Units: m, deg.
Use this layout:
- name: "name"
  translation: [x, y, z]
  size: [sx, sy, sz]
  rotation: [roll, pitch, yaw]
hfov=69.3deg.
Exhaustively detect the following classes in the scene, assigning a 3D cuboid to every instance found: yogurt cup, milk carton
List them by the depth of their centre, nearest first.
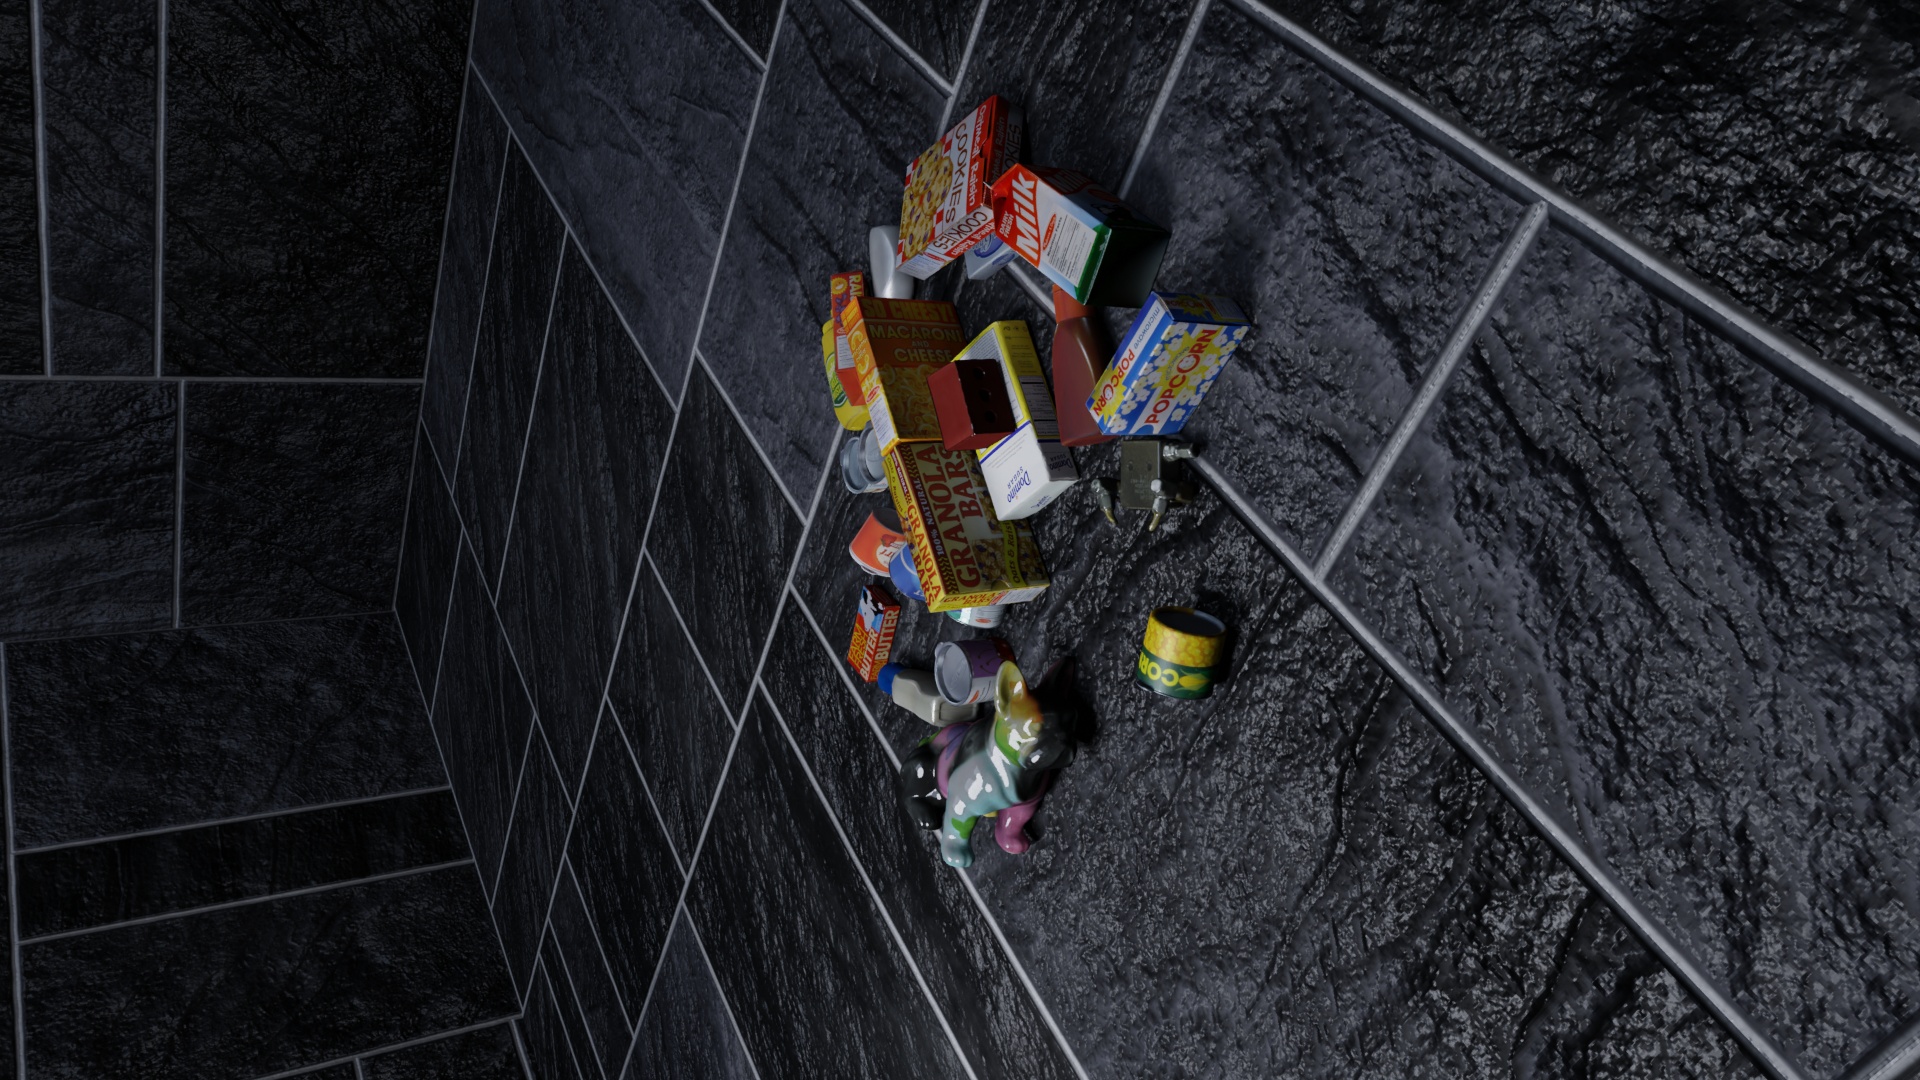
- name: "milk carton"
  translation: [0.096, -0.284, 1.251]
  size: [0.191, 0.072, 0.073]
  rotation: [47, 130, 41]
- name: "yogurt cup"
  translation: [-0.083, -0.001, 1.547]
  size: [0.072, 0.072, 0.053]
  rotation: [51, 125, 40]

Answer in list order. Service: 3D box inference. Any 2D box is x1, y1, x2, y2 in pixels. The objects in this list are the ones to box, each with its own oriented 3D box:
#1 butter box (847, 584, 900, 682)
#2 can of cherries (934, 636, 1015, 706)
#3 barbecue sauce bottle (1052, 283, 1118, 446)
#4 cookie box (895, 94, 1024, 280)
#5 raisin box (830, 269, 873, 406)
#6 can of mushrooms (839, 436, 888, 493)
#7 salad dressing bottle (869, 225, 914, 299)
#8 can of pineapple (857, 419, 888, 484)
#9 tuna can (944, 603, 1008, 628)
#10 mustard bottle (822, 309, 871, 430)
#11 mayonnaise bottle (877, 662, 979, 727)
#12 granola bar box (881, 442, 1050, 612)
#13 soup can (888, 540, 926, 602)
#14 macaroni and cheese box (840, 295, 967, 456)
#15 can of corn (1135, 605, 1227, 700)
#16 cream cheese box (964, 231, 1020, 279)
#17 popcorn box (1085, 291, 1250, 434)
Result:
- name: "butter box"
  translation: [-0.101, 0.108, 1.616]
  size: [0.053, 0.024, 0.103]
  rotation: [41, 125, 47]
- name: "can of cherries"
  translation: [0.015, 0.131, 1.419]
  size: [0.071, 0.058, 0.071]
  rotation: [10, 102, 56]
- name: "barbecue sauce bottle"
  translation: [0.110, -0.163, 1.266]
  size: [0.064, 0.044, 0.148]
  rotation: [-15, 80, 55]
- name: "cookie box"
  translation: [-0.003, -0.350, 1.389]
  size: [0.167, 0.040, 0.123]
  rotation: [-21, 58, 55]
- name: "raisin box"
  translation: [-0.114, -0.222, 1.530]
  size: [0.086, 0.040, 0.124]
  rotation: [68, -164, -66]
- name: "can of mushrooms"
  translation: [-0.108, -0.088, 1.601]
  size: [0.071, 0.033, 0.071]
  rotation: [9, 101, 55]
- name: "salad dressing bottle"
  translation: [-0.074, -0.270, 1.526]
  size: [0.064, 0.044, 0.147]
  rotation: [9, 102, 61]
- name: "can of pineapple"
  translation: [-0.072, -0.097, 1.525]
  size: [0.071, 0.058, 0.071]
  rotation: [7, 99, 55]
- name: "tuna can"
  translation: [0.015, 0.057, 1.404]
  size: [0.071, 0.071, 0.032]
  rotation: [43, 126, 45]
- name: "mustard bottle"
  translation: [-0.130, -0.207, 1.608]
  size: [0.065, 0.049, 0.160]
  rotation: [-40, 60, 48]
- name: "mayonnaise bottle"
  translation: [-0.040, 0.165, 1.502]
  size: [0.148, 0.065, 0.041]
  rotation: [16, 103, 58]
- name: "granola bar box"
  translation: [0.005, -0.017, 1.361]
  size: [0.039, 0.124, 0.166]
  rotation: [-46, 57, 49]
- name: "soup can"
  translation: [-0.027, 0.018, 1.464]
  size: [0.083, 0.071, 0.071]
  rotation: [-47, 55, 46]
- name: "macaroni and cheese box"
  translation: [-0.043, -0.167, 1.419]
  size: [0.040, 0.124, 0.167]
  rotation: [-42, 59, 48]
- name: "can of corn"
  translation: [0.183, 0.093, 1.158]
  size: [0.071, 0.071, 0.058]
  rotation: [33, 119, 50]
- name: "cream cheese box"
  translation: [0.039, -0.302, 1.375]
  size: [0.103, 0.024, 0.053]
  rotation: [-24, 73, 54]
- name: "popcorn box"
  translation: [0.170, -0.144, 1.143]
  size: [0.038, 0.085, 0.126]
  rotation: [61, 139, 33]
